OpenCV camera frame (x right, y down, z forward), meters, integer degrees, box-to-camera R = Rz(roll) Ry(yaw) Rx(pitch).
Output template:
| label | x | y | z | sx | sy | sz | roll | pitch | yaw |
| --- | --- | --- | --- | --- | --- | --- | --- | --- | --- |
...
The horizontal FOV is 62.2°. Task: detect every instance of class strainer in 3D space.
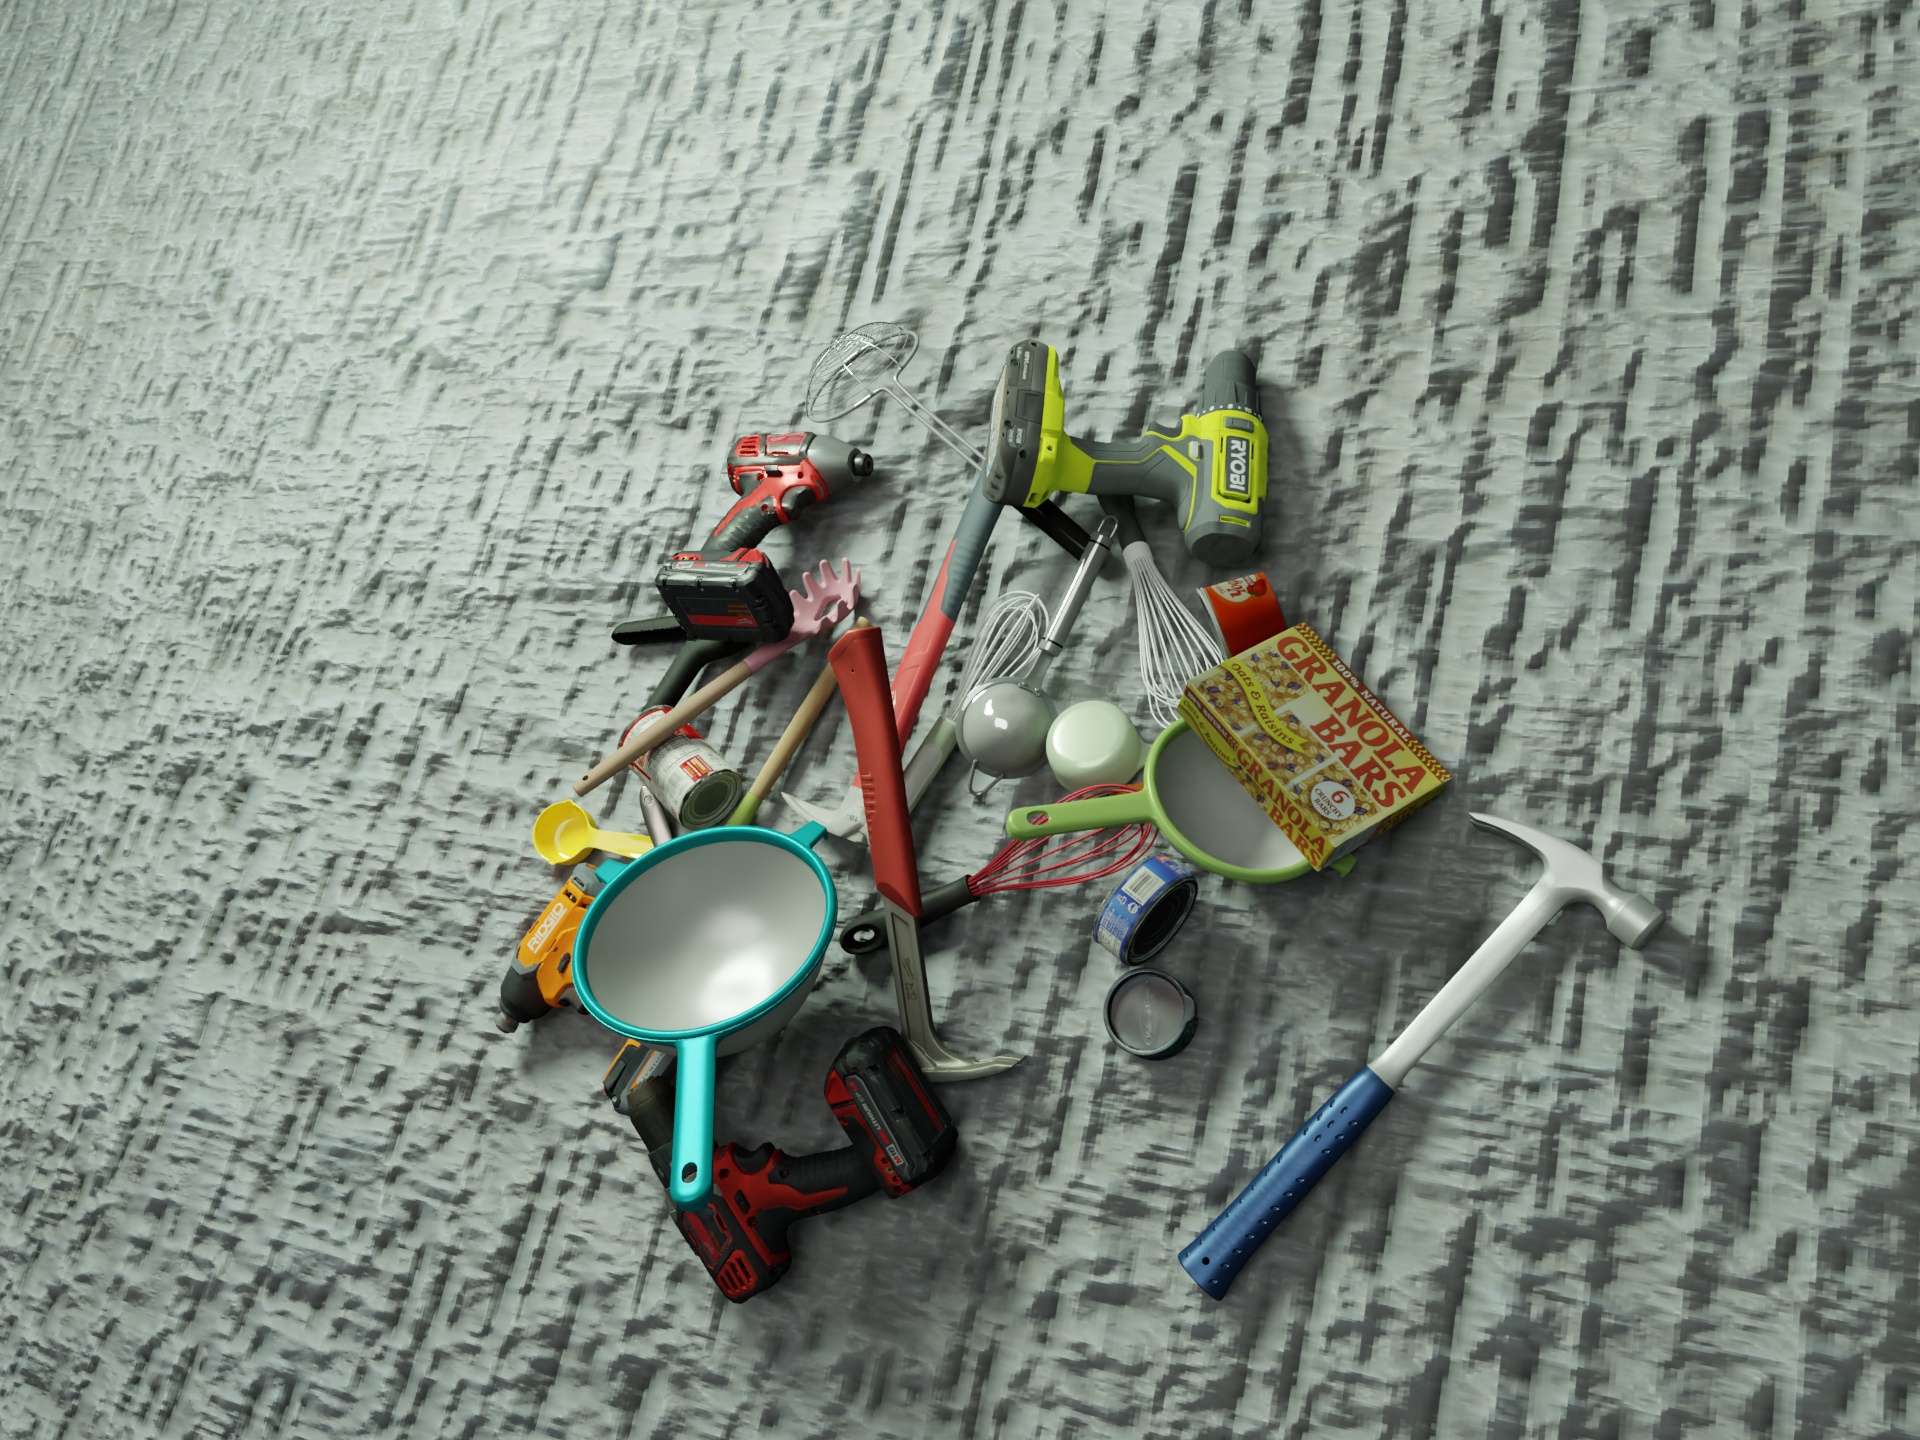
| label | x | y | z | sx | sy | sz | roll | pitch | yaw |
| --- | --- | --- | --- | --- | --- | --- | --- | --- | --- |
| strainer | 0.069 | -0.053 | 1.307 | 0.087 | 0.050 | 0.258 | 26 | 88 | -7 |
| strainer | -0.185 | 0.232 | 1.204 | 0.211 | 0.095 | 0.341 | -11 | 43 | 4 |
| strainer | 0.153 | 0.075 | 1.182 | 0.256 | 0.069 | 0.152 | -7 | 56 | -14 |

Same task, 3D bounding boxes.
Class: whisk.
| label | x | y | z | sx | sy | sz | roll | pitch | yaw |
| --- | --- | --- | --- | --- | --- | --- | --- | --- | --- |
| whisk | -0.002 | -0.004 | 1.344 | 0.058 | 0.059 | 0.246 | 33 | 91 | 3 |
| whisk | 0.154 | -0.109 | 1.304 | 0.070 | 0.070 | 0.285 | -25 | 56 | 14 |
| whisk | 0.026 | 0.126 | 1.276 | 0.296 | 0.073 | 0.073 | -26 | 62 | 20 |

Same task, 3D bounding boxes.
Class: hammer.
| label | x | y | z | sx | sy | sz | roll | pitch | yaw |
| --- | --- | --- | --- | --- | --- | --- | --- | --- | --- |
| hammer | -0.044 | 0.105 | 1.245 | 0.149 | 0.036 | 0.359 | -6 | 93 | 23 |
| hammer | -0.032 | -0.082 | 1.351 | 0.143 | 0.038 | 0.386 | 17 | 83 | 47 |
| hammer | 0.299 | 0.240 | 1.120 | 0.405 | 0.035 | 0.144 | -48 | 60 | 1 |

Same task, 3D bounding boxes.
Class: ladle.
| label | x | y | z | sx | sy | sz | roll | pitch | yaw |
| --- | --- | --- | --- | --- | --- | --- | --- | --- | --- |
| ladle | -0.163 | 0.045 | 1.391 | 0.320 | 0.078 | 0.062 | -59 | 15 | -9 |

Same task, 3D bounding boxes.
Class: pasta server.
| label | x | y | z | sx | sy | sz | roll | pitch | yaw |
| --- | --- | --- | --- | --- | --- | --- | --- | --- | --- |
| pasta server | -0.213 | -0.037 | 1.406 | 0.316 | 0.040 | 0.060 | -38 | 48 | -15 |

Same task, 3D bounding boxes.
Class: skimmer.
| label | x | y | z | sx | sy | sz | roll | pitch | yaw |
| --- | --- | --- | --- | --- | --- | --- | --- | --- | --- |
| skimmer | -0.003 | -0.241 | 1.441 | 0.127 | 0.090 | 0.363 | -44 | 70 | -8 |

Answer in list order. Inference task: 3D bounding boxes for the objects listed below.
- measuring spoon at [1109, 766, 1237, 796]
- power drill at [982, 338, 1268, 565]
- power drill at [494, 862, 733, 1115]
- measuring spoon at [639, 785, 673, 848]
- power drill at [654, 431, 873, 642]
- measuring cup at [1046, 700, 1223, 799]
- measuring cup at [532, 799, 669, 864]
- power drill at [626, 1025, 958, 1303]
| label | x | y | z | sx | sy | sz | roll | pitch | yaw |
| --- | --- | --- | --- | --- | --- | --- | --- | --- | --- |
| measuring spoon | 0.176 | 0.051 | 1.264 | 0.117 | 0.011 | 0.021 | -13 | 56 | 16 |
| power drill | 0.142 | -0.236 | 1.301 | 0.228 | 0.080 | 0.191 | 10 | 65 | -7 |
| power drill | -0.304 | 0.246 | 1.366 | 0.227 | 0.084 | 0.164 | 35 | 88 | 34 |
| measuring spoon | -0.266 | 0.113 | 1.421 | 0.034 | 0.018 | 0.124 | -23 | 72 | 3 |
| power drill | -0.172 | -0.176 | 1.439 | 0.143 | 0.078 | 0.220 | 4 | 52 | 25 |
| measuring cup | 0.148 | 0.019 | 1.264 | 0.167 | 0.038 | 0.083 | -1 | 60 | 22 |
| measuring cup | -0.316 | 0.113 | 1.457 | 0.156 | 0.029 | 0.062 | 9 | 77 | 15 |
| power drill | -0.138 | 0.322 | 1.230 | 0.226 | 0.080 | 0.188 | -33 | 86 | 14 |
